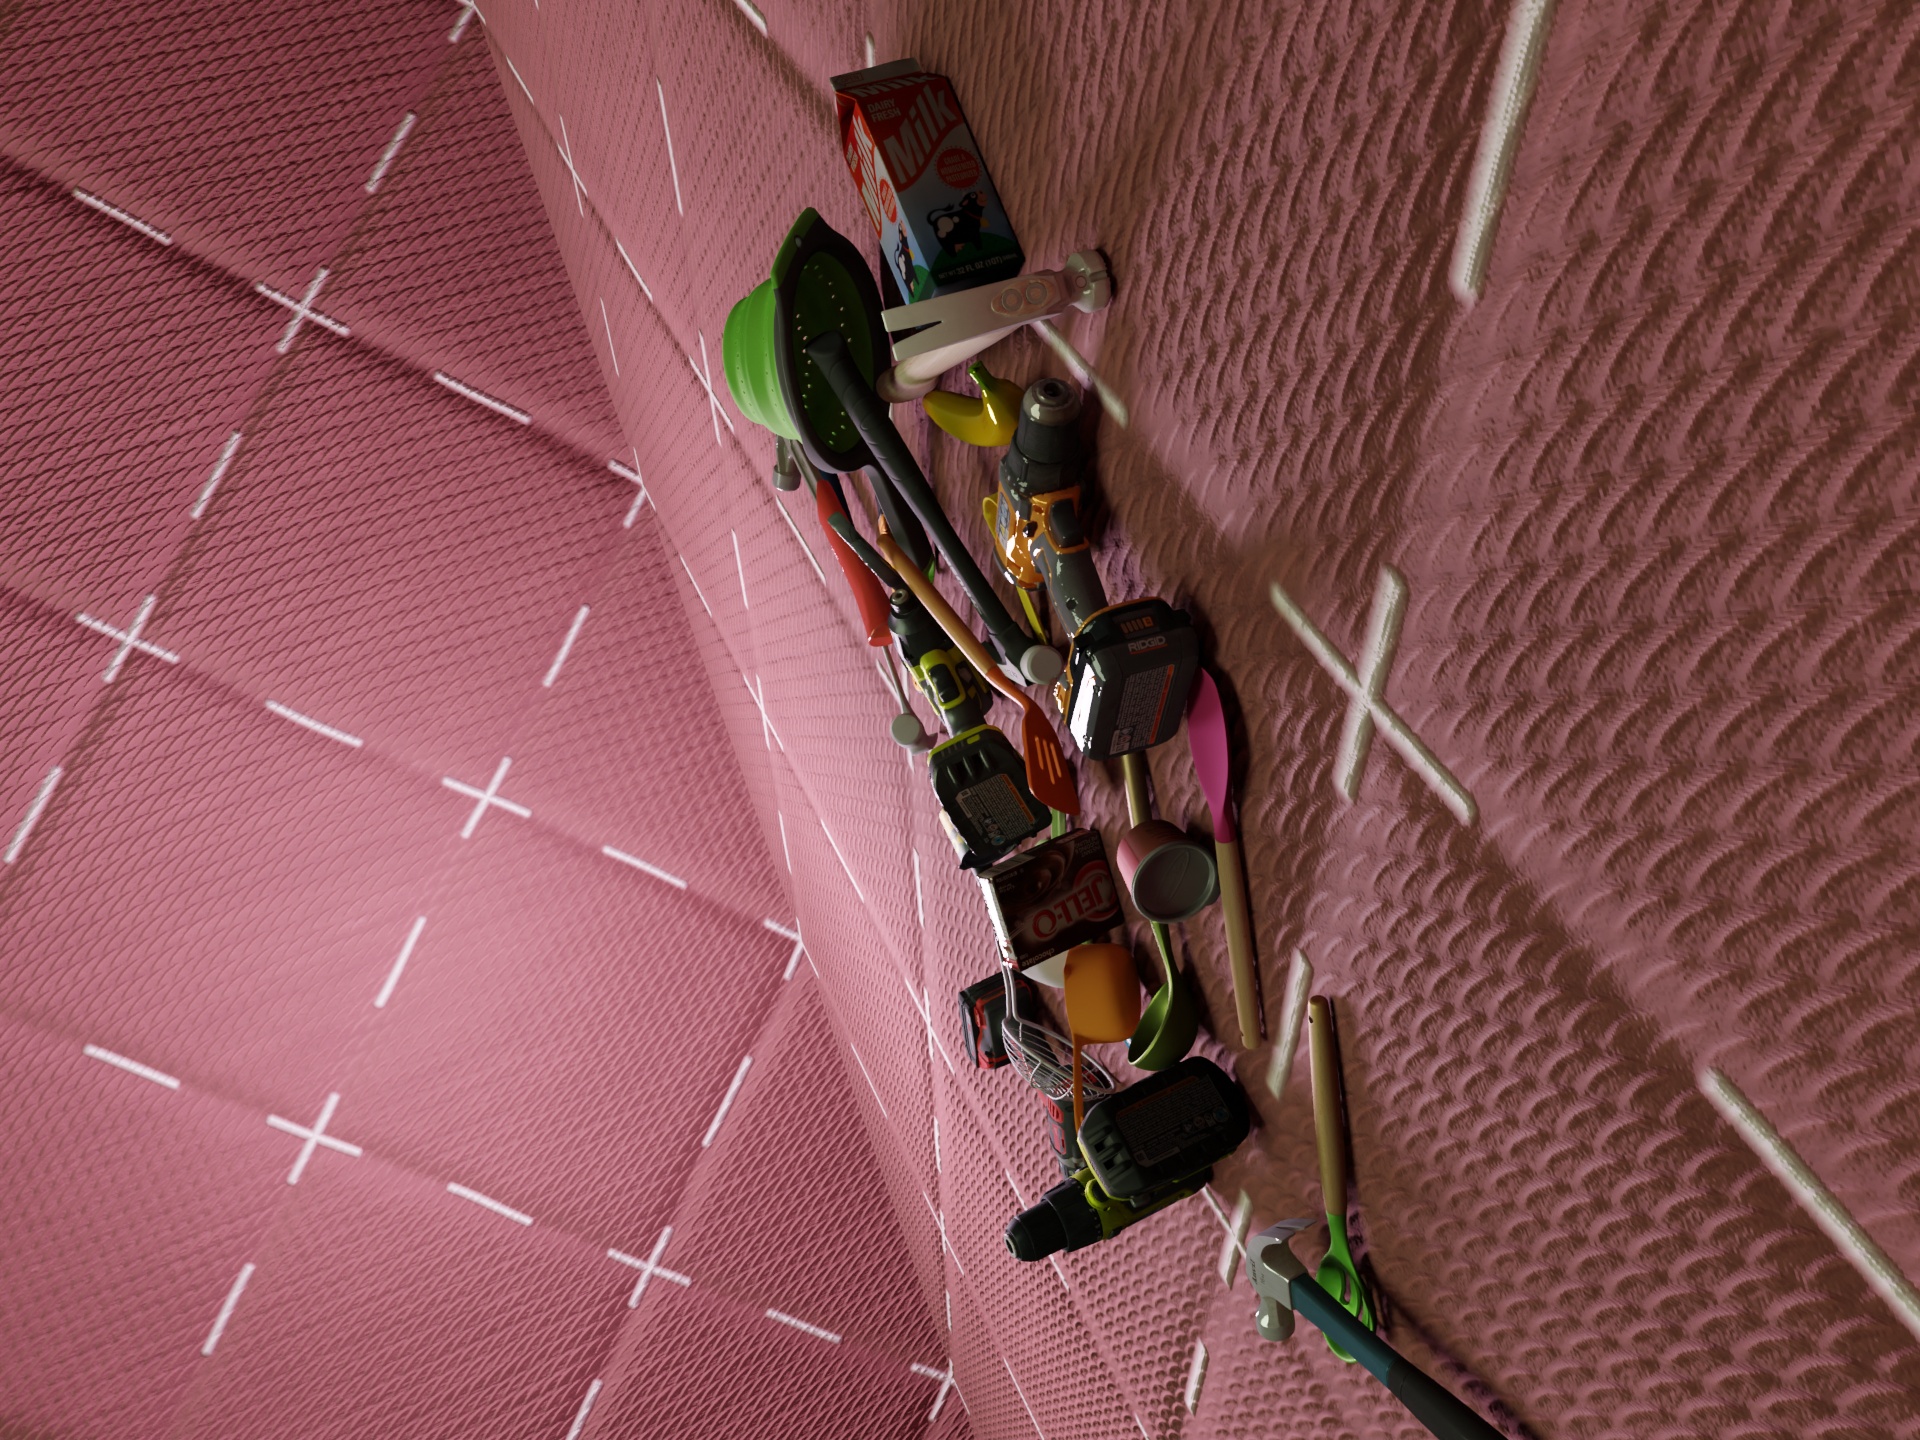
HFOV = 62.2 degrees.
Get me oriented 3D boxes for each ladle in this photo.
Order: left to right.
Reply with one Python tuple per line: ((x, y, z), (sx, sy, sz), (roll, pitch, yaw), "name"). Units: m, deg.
((0.141, 0.134, 1.262), (0.078, 0.062, 0.320), (-67, -32, -69), "ladle")

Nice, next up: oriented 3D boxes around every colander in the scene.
((-0.119, -0.262, 1.439), (0.396, 0.094, 0.205), (67, -148, -44), "colander")

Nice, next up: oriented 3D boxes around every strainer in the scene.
((0.067, 0.148, 1.471), (0.152, 0.069, 0.256), (-118, 20, -52), "strainer")

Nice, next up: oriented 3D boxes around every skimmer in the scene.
((0.066, 0.213, 1.617), (0.127, 0.090, 0.364), (22, -132, -56), "skimmer")

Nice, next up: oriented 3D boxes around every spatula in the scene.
((0.008, -0.050, 1.350), (0.323, 0.041, 0.081), (52, -164, 32), "spatula")

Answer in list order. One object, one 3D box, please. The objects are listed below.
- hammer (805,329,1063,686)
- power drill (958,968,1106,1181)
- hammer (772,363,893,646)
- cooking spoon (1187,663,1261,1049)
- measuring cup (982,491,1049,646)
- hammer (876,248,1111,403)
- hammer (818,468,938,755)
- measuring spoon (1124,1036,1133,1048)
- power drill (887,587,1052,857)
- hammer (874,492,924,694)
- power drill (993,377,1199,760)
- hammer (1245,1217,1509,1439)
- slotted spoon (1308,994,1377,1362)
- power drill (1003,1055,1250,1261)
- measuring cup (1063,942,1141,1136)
((-0.028, -0.175, 1.326), (0.334, 0.035, 0.146), (57, 172, -13), "hammer")
((0.088, 0.398, 1.721), (0.227, 0.080, 0.187), (48, 153, 47), "power drill")
((-0.125, -0.207, 1.594), (0.360, 0.036, 0.149), (-117, 30, -42), "hammer")
((0.191, 0.104, 1.124), (0.069, 0.017, 0.318), (-124, 20, -62), "cooking spoon")
((0.058, -0.122, 1.297), (0.062, 0.029, 0.156), (48, 165, 50), "measuring cup")
((-0.020, -0.273, 1.184), (0.411, 0.146, 0.038), (-164, 56, -76), "hammer")
((-0.107, -0.150, 1.730), (0.144, 0.035, 0.406), (52, -162, -77), "hammer")
((0.137, 0.283, 1.506), (0.129, 0.021, 0.042), (-124, 21, -45), "measuring spoon")
((-0.002, -0.005, 1.416), (0.171, 0.080, 0.223), (58, -172, -47), "power drill")
((-0.064, -0.181, 1.599), (0.127, 0.034, 0.336), (-142, 36, -64), "hammer")
((0.086, -0.110, 1.107), (0.185, 0.084, 0.226), (95, 157, -55), "power drill")
((0.304, 0.450, 1.070), (0.331, 0.033, 0.128), (29, 135, 56), "hammer")
((0.267, 0.328, 1.129), (0.070, 0.031, 0.313), (-140, 35, -60), "slotted spoon")
((0.137, 0.378, 1.331), (0.080, 0.190, 0.228), (60, 157, 26), "power drill")
((0.124, 0.272, 1.361), (0.095, 0.052, 0.174), (60, -153, -49), "measuring cup")
